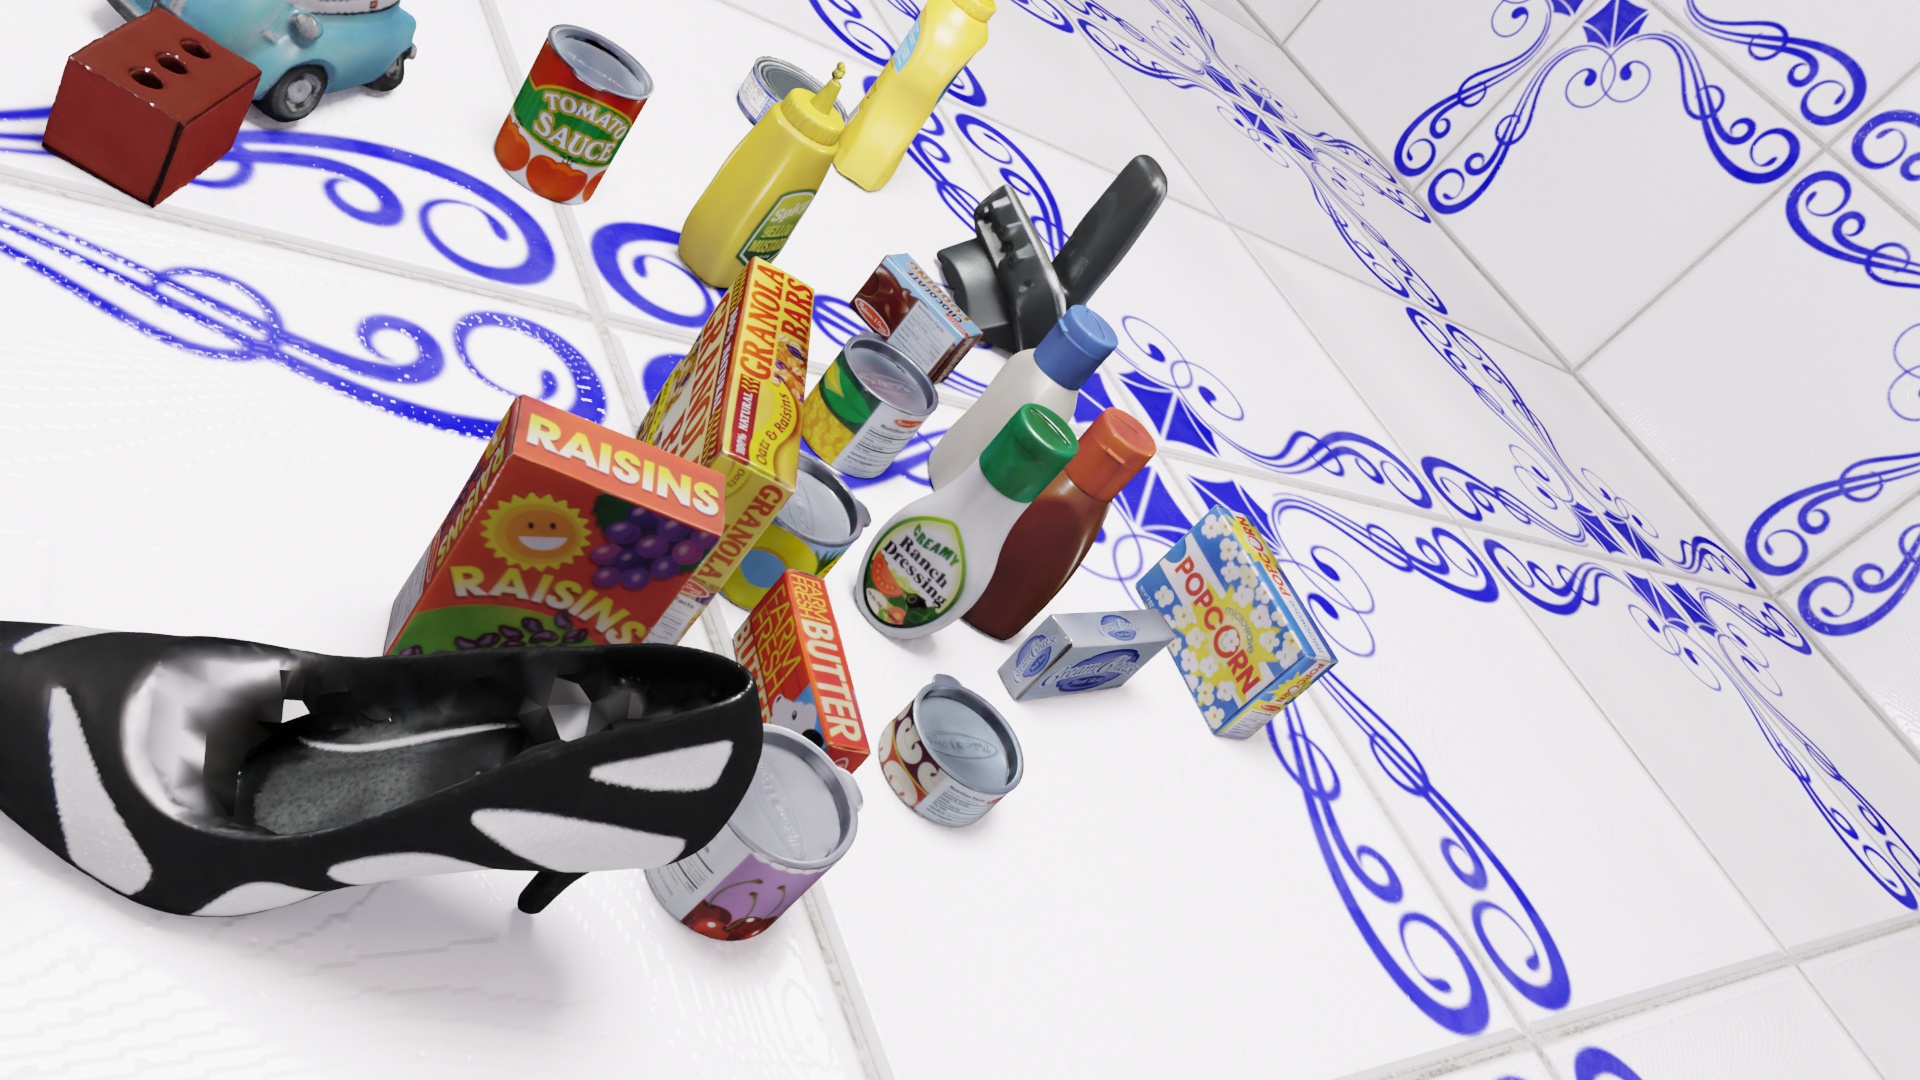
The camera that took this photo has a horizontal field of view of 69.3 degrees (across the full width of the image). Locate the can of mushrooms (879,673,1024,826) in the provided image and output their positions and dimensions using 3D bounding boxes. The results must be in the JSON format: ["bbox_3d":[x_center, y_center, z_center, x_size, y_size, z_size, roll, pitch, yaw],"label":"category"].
[{"bbox_3d":[-0.005,0.103,0.682,0.071,0.033,0.071,29,33,-20],"label":"can of mushrooms"}]

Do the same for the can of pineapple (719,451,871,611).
[{"bbox_3d":[-0.090,-0.003,0.699,0.071,0.057,0.071,29,33,-20],"label":"can of pineapple"}]

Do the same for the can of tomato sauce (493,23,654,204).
[{"bbox_3d":[-0.233,-0.253,0.833,0.071,0.082,0.071,29,33,-21],"label":"can of tomato sauce"}]

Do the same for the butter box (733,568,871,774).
[{"bbox_3d":[-0.074,0.068,0.631,0.024,0.053,0.104,17,38,-36],"label":"butter box"}]

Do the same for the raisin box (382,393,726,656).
[{"bbox_3d":[-0.158,0.011,0.540,0.086,0.123,0.040,24,35,-28],"label":"raisin box"}]

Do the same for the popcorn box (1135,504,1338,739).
[{"bbox_3d":[0.176,0.053,0.899,0.038,0.085,0.127,13,41,-40],"label":"popcorn box"}]

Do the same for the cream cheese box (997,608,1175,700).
[{"bbox_3d":[0.074,0.065,0.800,0.104,0.053,0.024,1,49,-48],"label":"cream cheese box"}]

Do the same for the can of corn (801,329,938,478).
[{"bbox_3d":[-0.057,-0.082,0.835,0.071,0.058,0.071,29,33,-20],"label":"can of corn"}]

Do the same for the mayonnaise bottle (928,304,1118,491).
[{"bbox_3d":[0.038,-0.078,0.849,0.041,0.147,0.065,18,37,-34],"label":"mayonnaise bottle"}]

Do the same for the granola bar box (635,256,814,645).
[{"bbox_3d":[-0.119,-0.041,0.650,0.039,0.123,0.166,27,33,-23],"label":"granola bar box"}]

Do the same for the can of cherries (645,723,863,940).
[{"bbox_3d":[-0.082,0.117,0.554,0.071,0.058,0.072,29,33,-20],"label":"can of cherries"}]

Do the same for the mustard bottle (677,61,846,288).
[{"bbox_3d":[-0.114,-0.227,0.857,0.049,0.159,0.065,47,31,9],"label":"mustard bottle"}]

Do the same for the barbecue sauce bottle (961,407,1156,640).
[{"bbox_3d":[0.049,-0.011,0.775,0.065,0.148,0.044,38,30,-6],"label":"barbecue sauce bottle"}]

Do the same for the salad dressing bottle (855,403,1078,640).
[{"bbox_3d":[0.003,-0.009,0.722,0.064,0.147,0.044,46,30,8],"label":"salad dressing bottle"}]

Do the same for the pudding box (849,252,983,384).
[{"bbox_3d":[-0.031,-0.155,0.966,0.084,0.049,0.030,47,31,10],"label":"pudding box"}]
